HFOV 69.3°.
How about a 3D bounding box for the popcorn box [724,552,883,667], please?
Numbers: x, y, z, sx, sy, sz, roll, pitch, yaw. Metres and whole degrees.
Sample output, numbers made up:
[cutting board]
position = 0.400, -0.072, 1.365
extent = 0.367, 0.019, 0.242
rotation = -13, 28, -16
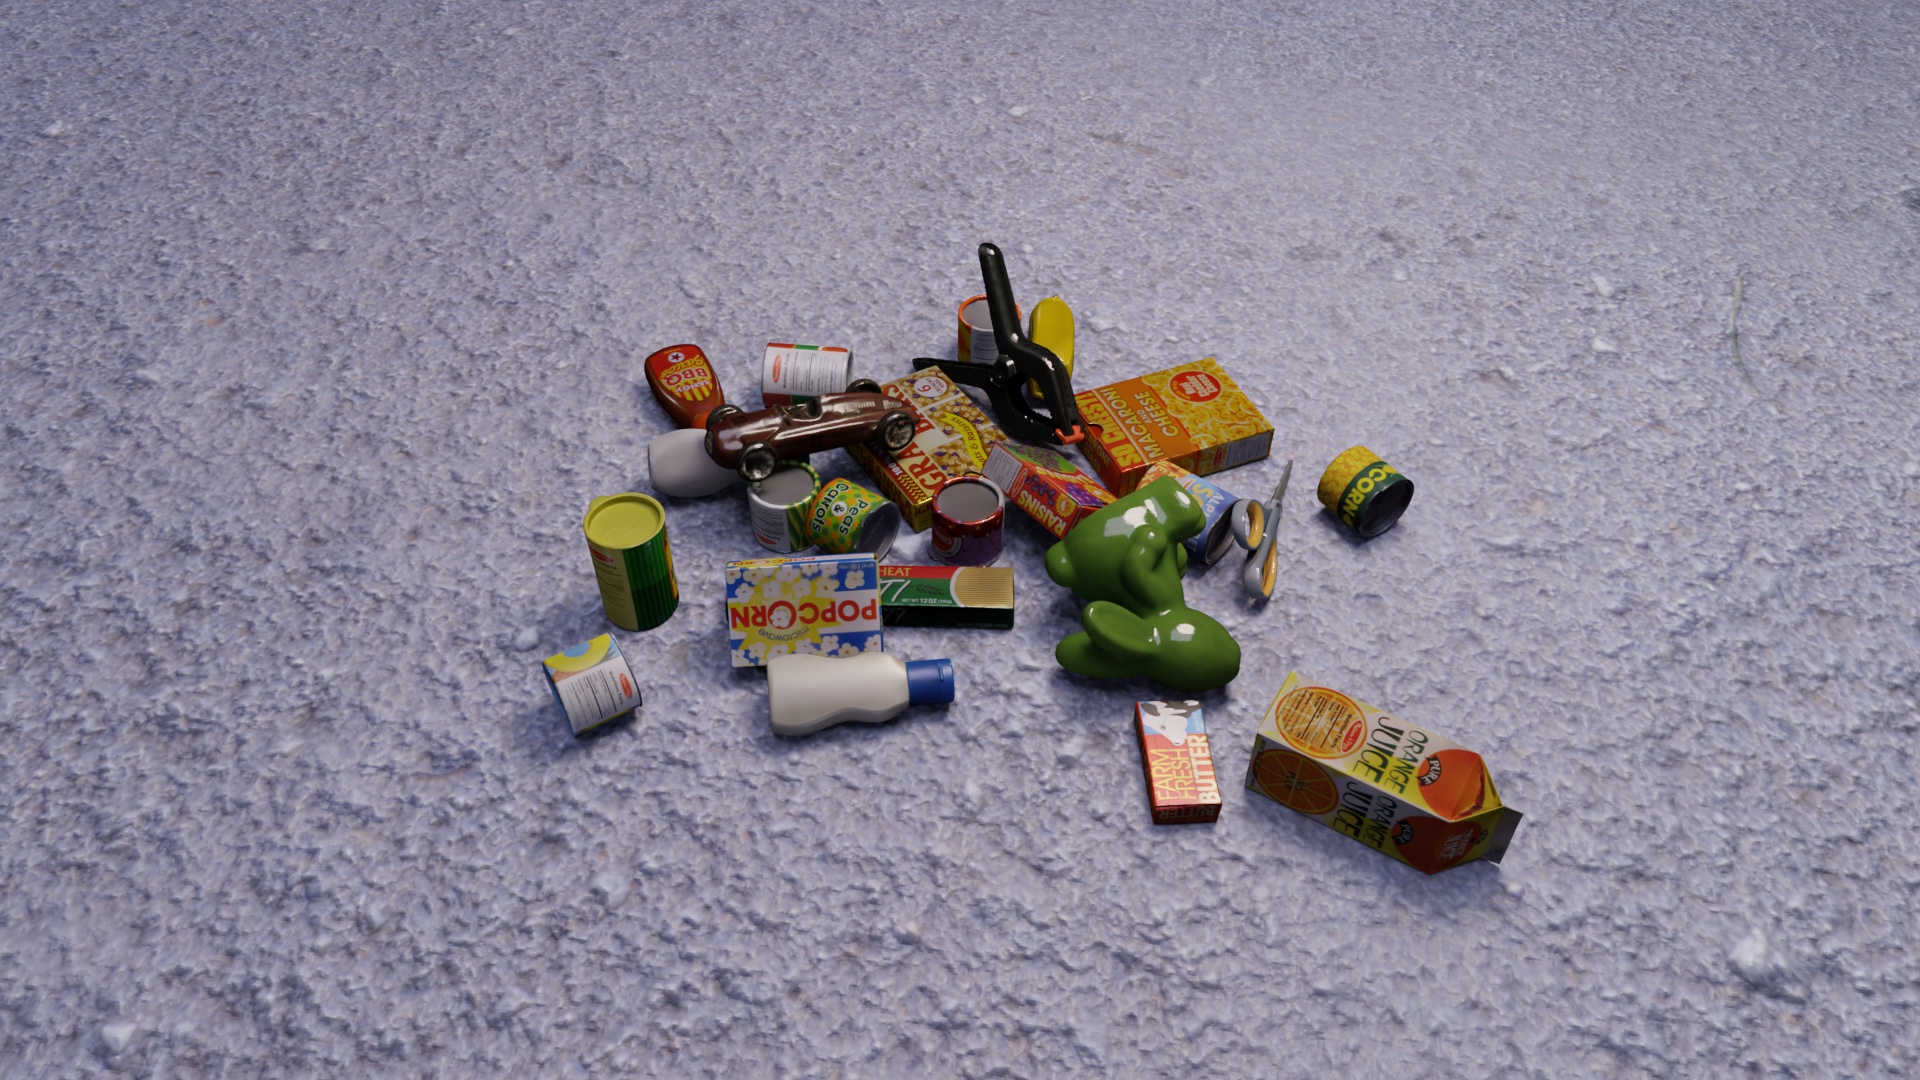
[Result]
[popcorn box]
position = -0.129, 0.057, 1.152
extent = 0.127, 0.085, 0.038
rotation = -3, 10, -4

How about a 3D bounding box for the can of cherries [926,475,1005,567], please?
[can of cherries]
position = 0.004, -0.016, 1.246
extent = 0.071, 0.058, 0.072
rotation = 1, 45, -1

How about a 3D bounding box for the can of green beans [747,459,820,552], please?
[can of green beans]
position = -0.158, -0.032, 1.261
extent = 0.071, 0.057, 0.071
rotation = 0, 45, 0

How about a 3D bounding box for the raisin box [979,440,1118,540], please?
[raisin box]
position = 0.089, -0.042, 1.253
extent = 0.086, 0.040, 0.124
rotation = 8, 26, -46

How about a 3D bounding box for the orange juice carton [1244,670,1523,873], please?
[orange juice carton]
position = 0.319, 0.181, 1.045
extent = 0.193, 0.071, 0.073
rotation = 24, 50, 22

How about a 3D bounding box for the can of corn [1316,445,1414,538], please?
[can of corn]
position = 0.369, -0.046, 1.271
extent = 0.071, 0.070, 0.058
rotation = -25, 50, -23

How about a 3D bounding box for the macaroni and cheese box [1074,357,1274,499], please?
[macaroni and cheese box]
position = 0.201, -0.113, 1.357
extent = 0.167, 0.040, 0.124
rotation = -16, 47, -16

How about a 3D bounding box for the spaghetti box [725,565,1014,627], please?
[spaghetti box]
position = -0.078, 0.047, 1.204
extent = 0.250, 0.028, 0.050
rotation = 1, 45, 0

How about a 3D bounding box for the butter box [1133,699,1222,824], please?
[butter box]
position = 0.169, 0.171, 1.086
extent = 0.053, 0.024, 0.104
rotation = -1, 45, -3

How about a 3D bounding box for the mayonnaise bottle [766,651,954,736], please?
[mayonnaise bottle]
position = -0.080, 0.120, 1.120
extent = 0.148, 0.041, 0.065
rotation = -4, 66, -7

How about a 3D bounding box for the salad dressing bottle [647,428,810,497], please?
[salad dressing bottle]
position = -0.217, -0.074, 1.304
extent = 0.148, 0.064, 0.044
rotation = -4, 25, -16

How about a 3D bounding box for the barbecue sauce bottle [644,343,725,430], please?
[barbecue sauce bottle]
position = -0.261, -0.135, 1.372
extent = 0.065, 0.043, 0.149
rotation = -18, 49, -19

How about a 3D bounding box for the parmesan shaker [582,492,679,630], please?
[parmesan shaker]
position = -0.279, 0.017, 1.179
extent = 0.071, 0.102, 0.072
rotation = 1, 46, 0

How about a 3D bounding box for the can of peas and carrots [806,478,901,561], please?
[can of peas and carrots]
position = -0.096, -0.016, 1.237
extent = 0.059, 0.070, 0.071
rotation = 26, 50, 24

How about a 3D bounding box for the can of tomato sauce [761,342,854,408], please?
[can of tomato sauce]
position = -0.151, -0.162, 1.386
extent = 0.083, 0.070, 0.071
rotation = 4, 45, 3

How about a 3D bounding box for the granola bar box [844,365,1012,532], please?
[granola bar box]
position = -0.033, -0.093, 1.335
extent = 0.124, 0.038, 0.166
rotation = -24, 50, -22

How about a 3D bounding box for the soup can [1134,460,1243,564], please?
[soup can]
position = 0.203, -0.026, 1.250
extent = 0.084, 0.071, 0.072
rotation = 30, 52, 27

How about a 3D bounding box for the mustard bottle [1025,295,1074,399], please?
[mustard bottle]
position = 0.093, -0.210, 1.439
extent = 0.049, 0.065, 0.161
rotation = 7, 40, -1

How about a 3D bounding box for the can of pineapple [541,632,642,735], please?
[can of pineapple]
position = -0.295, 0.114, 1.110
extent = 0.058, 0.070, 0.071
rotation = -24, 50, -22

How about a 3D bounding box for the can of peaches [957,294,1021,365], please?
[can of peaches]
position = 0.029, -0.216, 1.445
extent = 0.071, 0.057, 0.071
rotation = 0, 46, 0
